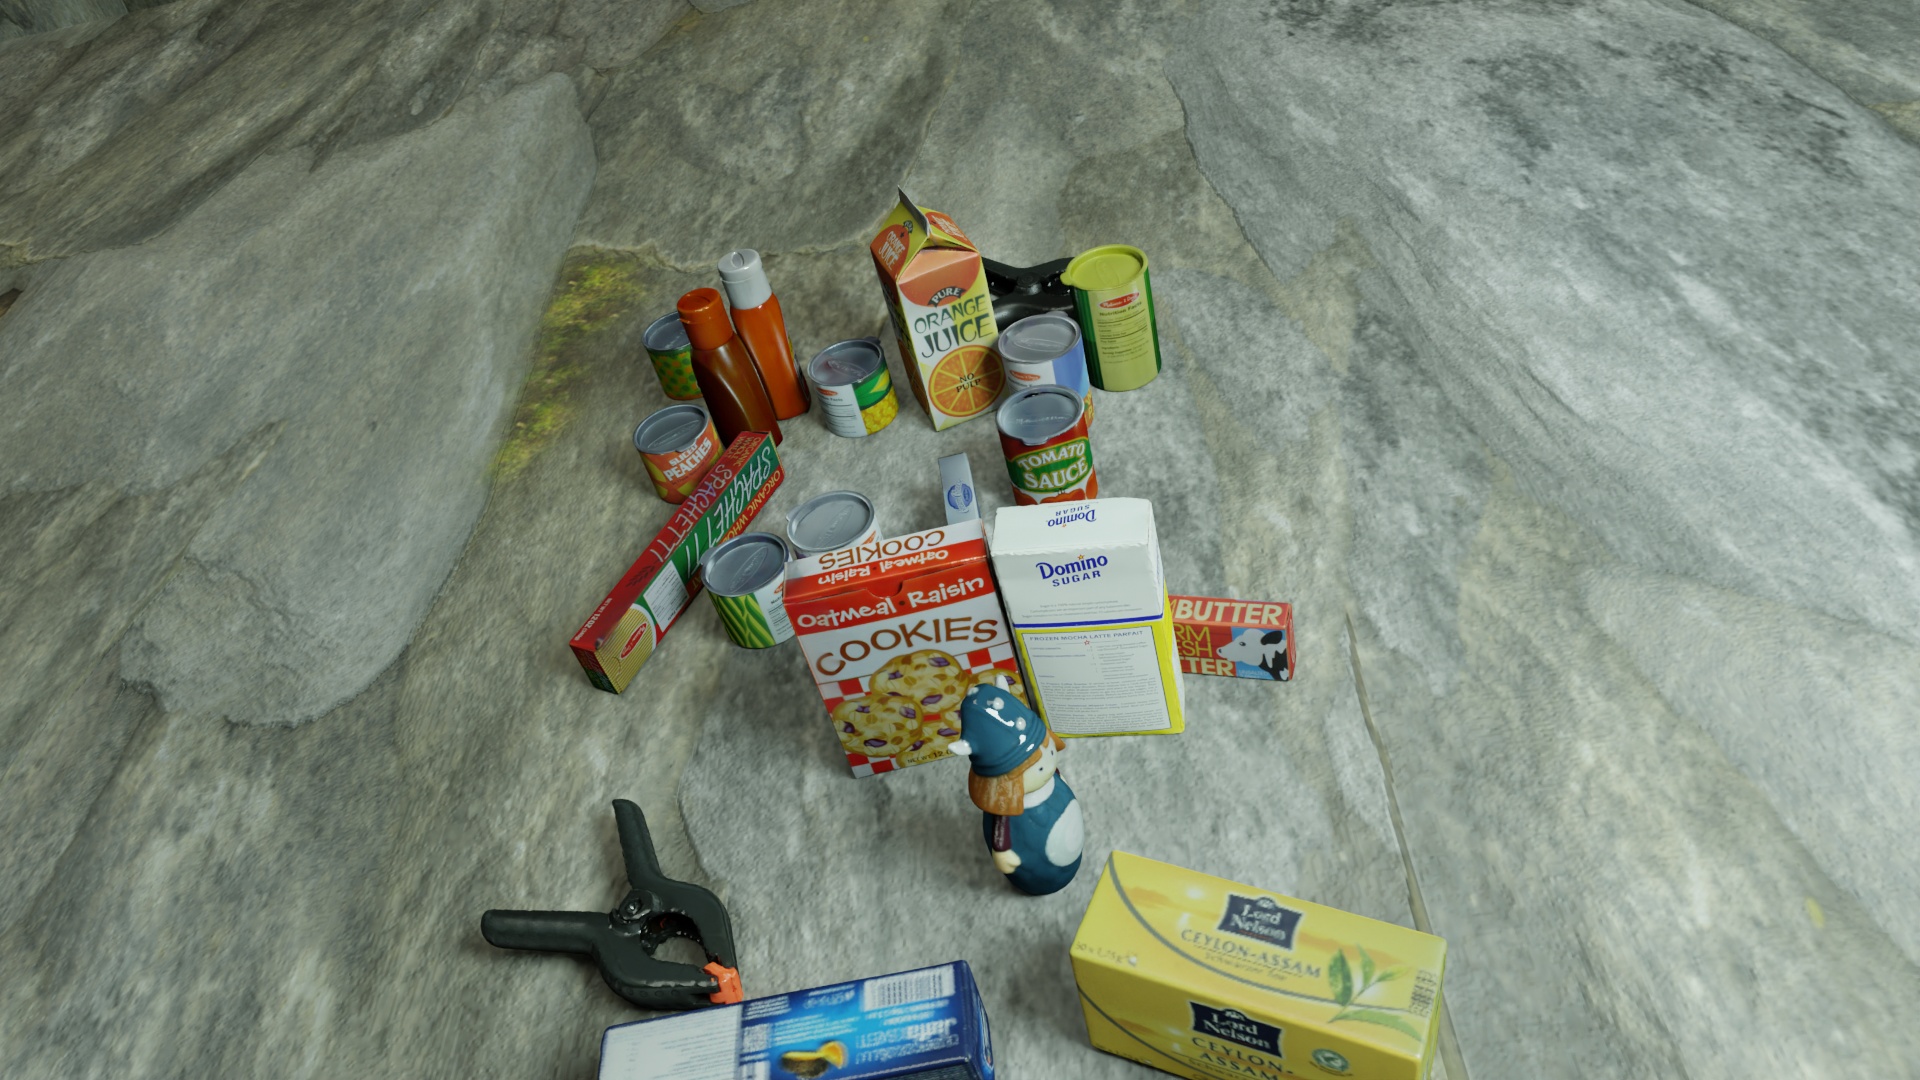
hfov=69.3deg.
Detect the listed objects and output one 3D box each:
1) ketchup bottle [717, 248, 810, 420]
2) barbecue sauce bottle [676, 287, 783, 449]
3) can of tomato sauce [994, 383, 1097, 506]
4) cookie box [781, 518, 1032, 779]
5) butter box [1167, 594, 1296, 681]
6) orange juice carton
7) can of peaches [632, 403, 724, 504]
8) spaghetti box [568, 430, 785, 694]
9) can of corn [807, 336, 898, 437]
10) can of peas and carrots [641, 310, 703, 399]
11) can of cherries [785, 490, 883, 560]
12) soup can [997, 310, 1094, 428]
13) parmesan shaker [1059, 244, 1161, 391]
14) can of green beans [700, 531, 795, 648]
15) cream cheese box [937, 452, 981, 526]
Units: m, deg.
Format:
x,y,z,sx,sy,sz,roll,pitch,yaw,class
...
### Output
x,y,z,sx,sy,sz,roll,pitch,yaw,class
-0.170,-0.178,1.194,0.043,0.148,0.065,-21,41,-6,ketchup bottle
-0.196,-0.139,1.160,0.065,0.147,0.044,25,55,37,barbecue sauce bottle
0.066,-0.064,1.046,0.071,0.082,0.071,-9,41,8,can of tomato sauce
-0.028,0.071,0.861,0.123,0.166,0.040,-13,41,3,cookie box
0.163,0.062,0.899,0.103,0.053,0.024,3,45,20,butter box
-0.018,-0.192,1.130,0.073,0.191,0.072,-22,41,-7,orange juice carton
-0.232,-0.071,1.164,0.071,0.057,0.071,-9,41,8,can of peaches
-0.212,0.010,1.074,0.029,0.050,0.251,9,47,26,spaghetti box
-0.089,-0.131,1.186,0.071,0.058,0.071,-9,41,8,can of corn
-0.250,-0.171,1.279,0.071,0.058,0.071,-9,41,8,can of peas and carrots
-0.091,0.005,1.036,0.071,0.058,0.072,-9,41,8,can of cherries
0.071,-0.131,1.118,0.071,0.083,0.072,-9,41,8,soup can
0.125,-0.182,1.143,0.071,0.102,0.072,-9,41,8,parmesan shaker
-0.150,0.037,1.019,0.071,0.057,0.071,-9,41,8,can of green beans
0.004,-0.013,1.031,0.024,0.053,0.104,-13,41,3,cream cheese box
